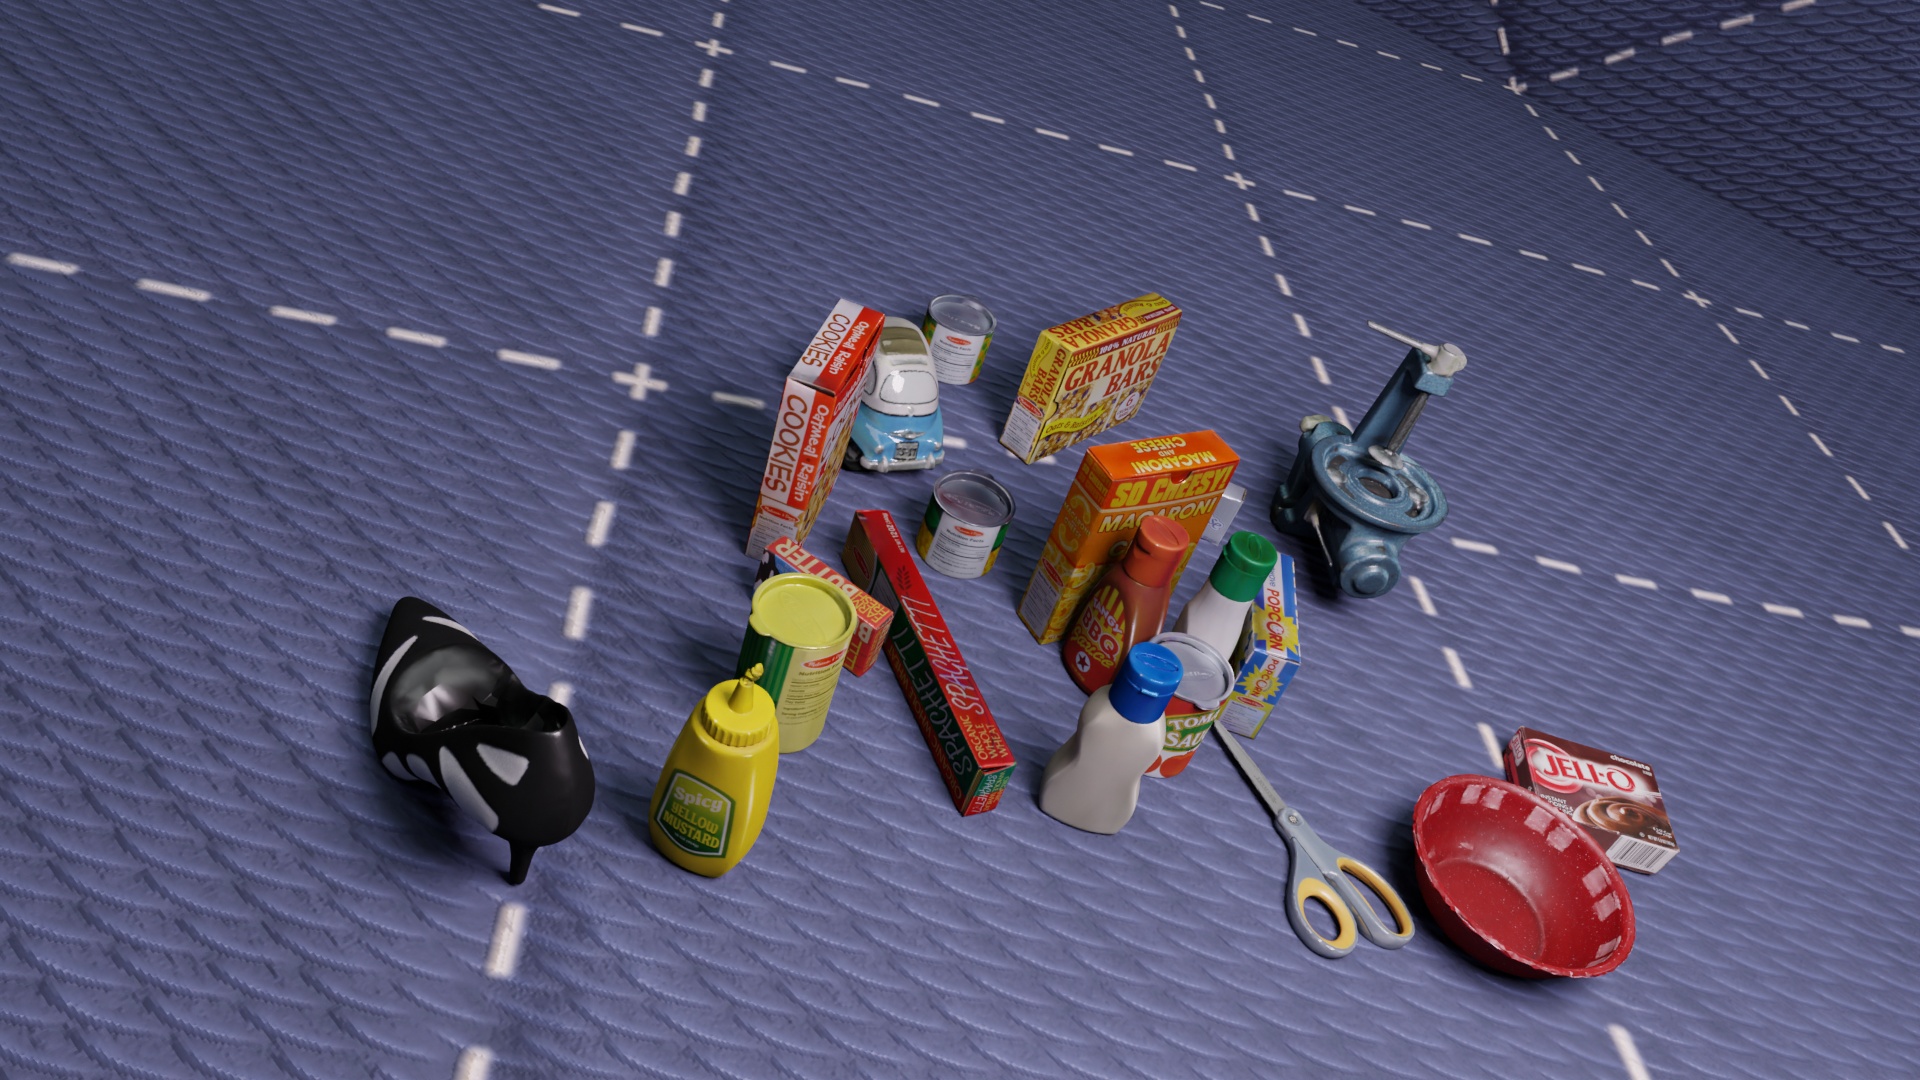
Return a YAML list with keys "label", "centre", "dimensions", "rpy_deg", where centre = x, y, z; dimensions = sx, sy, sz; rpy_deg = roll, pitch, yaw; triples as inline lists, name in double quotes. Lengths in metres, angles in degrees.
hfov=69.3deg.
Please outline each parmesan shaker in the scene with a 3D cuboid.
- label: "parmesan shaker"
  centre: [-0.113, 0.080, 0.893]
  dimensions: [0.071, 0.102, 0.072]
  rpy_deg: [12, 39, -10]

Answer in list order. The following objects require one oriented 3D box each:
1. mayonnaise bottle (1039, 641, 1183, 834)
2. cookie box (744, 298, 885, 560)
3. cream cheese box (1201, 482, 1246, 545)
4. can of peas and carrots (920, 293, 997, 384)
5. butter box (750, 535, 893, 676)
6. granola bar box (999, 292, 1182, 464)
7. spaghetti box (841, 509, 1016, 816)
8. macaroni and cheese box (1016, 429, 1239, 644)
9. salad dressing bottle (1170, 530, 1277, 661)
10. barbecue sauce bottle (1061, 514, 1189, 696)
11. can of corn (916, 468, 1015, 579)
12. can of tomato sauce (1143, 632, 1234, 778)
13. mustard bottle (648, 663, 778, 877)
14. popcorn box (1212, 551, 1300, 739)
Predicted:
- label: "mayonnaise bottle"
  centre: [0.100, 0.128, 0.895]
  dimensions: [0.065, 0.147, 0.041]
  rpy_deg: [19, 38, -2]
- label: "cookie box"
  centre: [-0.107, -0.079, 1.031]
  dimensions: [0.040, 0.166, 0.123]
  rpy_deg: [21, 38, 0]
- label: "cream cheese box"
  centre: [0.189, -0.040, 1.207]
  dimensions: [0.104, 0.053, 0.024]
  rpy_deg: [24, 39, 4]
- label: "can of peas and carrots"
  centre: [-0.005, -0.188, 1.291]
  dimensions: [0.071, 0.058, 0.071]
  rpy_deg: [12, 39, -10]
- label: "butter box"
  centre: [-0.098, 0.046, 0.979]
  dimensions: [0.103, 0.052, 0.024]
  rpy_deg: [34, 40, 16]
- label: "granola bar box"
  centre: [0.118, -0.147, 1.245]
  dimensions: [0.039, 0.123, 0.166]
  rpy_deg: [41, 43, 23]
- label: "spaghetti box"
  centre: [-0.027, 0.079, 0.975]
  dimensions: [0.029, 0.049, 0.251]
  rpy_deg: [-4, 45, -28]
- label: "macaroni and cheese box"
  centre: [0.125, -0.001, 1.044]
  dimensions: [0.124, 0.165, 0.040]
  rpy_deg: [-10, 48, -33]
- label: "salad dressing bottle"
  centre: [0.185, 0.058, 1.015]
  dimensions: [0.044, 0.146, 0.064]
  rpy_deg: [16, 39, -6]
- label: "barbecue sauce bottle"
  centre: [0.121, 0.047, 0.999]
  dimensions: [0.044, 0.147, 0.065]
  rpy_deg: [-11, 48, -34]
- label: "can of corn"
  centre: [0.004, -0.014, 1.091]
  dimensions: [0.071, 0.058, 0.071]
  rpy_deg: [12, 39, -10]
- label: "can of tomato sauce"
  centre: [0.147, 0.118, 0.979]
  dimensions: [0.071, 0.082, 0.071]
  rpy_deg: [12, 39, -10]
- label: "mustard bottle"
  centre: [-0.135, 0.125, 0.785]
  dimensions: [0.065, 0.159, 0.049]
  rpy_deg: [26, 39, 6]
- label: "popcorn box"
  centre: [0.224, 0.075, 1.062]
  dimensions: [0.038, 0.084, 0.127]
  rpy_deg: [18, 39, -4]
